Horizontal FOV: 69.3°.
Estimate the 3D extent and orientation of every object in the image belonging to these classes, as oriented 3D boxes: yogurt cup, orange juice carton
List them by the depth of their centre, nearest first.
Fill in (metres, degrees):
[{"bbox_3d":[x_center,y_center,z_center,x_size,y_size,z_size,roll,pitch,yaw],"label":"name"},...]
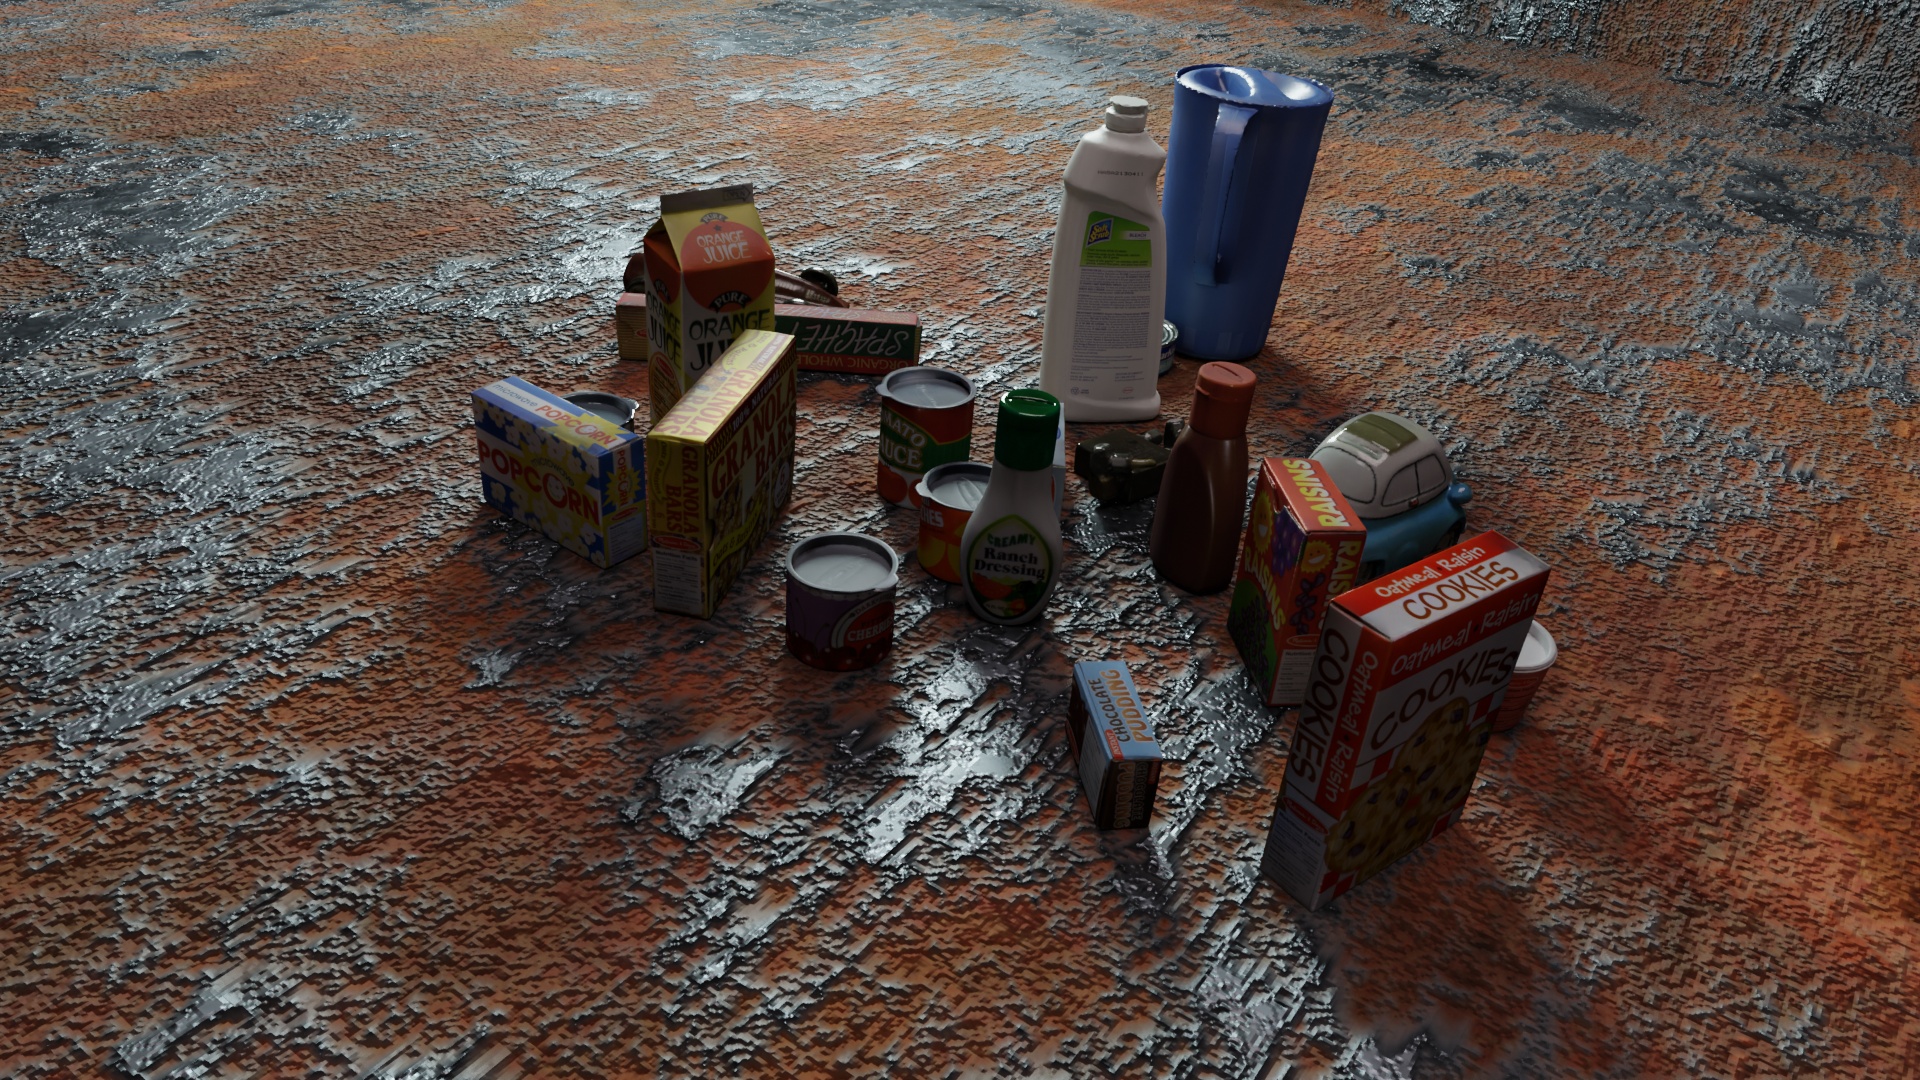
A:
[{"bbox_3d":[0.312,0.076,0.825,0.072,0.053,0.073,4,32,-2],"label":"yogurt cup"},{"bbox_3d":[-0.181,-0.160,1.001,0.072,0.191,0.073,-15,37,-30],"label":"orange juice carton"}]

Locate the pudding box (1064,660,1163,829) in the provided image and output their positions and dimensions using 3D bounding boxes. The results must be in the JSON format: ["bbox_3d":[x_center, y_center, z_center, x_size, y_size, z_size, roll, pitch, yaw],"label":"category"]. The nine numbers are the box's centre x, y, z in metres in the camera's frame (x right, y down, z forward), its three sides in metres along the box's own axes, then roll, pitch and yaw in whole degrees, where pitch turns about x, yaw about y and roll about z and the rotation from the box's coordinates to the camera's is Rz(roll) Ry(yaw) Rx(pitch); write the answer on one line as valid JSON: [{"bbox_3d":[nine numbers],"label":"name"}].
[{"bbox_3d":[0.080,0.107,0.743,0.030,0.049,0.084,-1,32,-10],"label":"pudding box"}]

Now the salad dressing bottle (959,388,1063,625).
[{"bbox_3d":[0.034,-0.020,0.849,0.064,0.146,0.044,8,31,4],"label":"salad dressing bottle"}]

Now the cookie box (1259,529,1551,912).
[{"bbox_3d":[0.216,0.088,0.684,0.123,0.166,0.040,-18,38,-33],"label":"cookie box"}]

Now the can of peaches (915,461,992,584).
[{"bbox_3d":[0.003,-0.011,0.916,0.071,0.057,0.071,4,31,-2],"label":"can of peaches"}]

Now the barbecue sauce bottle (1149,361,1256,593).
[{"bbox_3d":[0.160,-0.042,0.903,0.044,0.147,0.065,-13,36,-27],"label":"barbecue sauce bottle"}]

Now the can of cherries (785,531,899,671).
[{"bbox_3d":[-0.070,0.037,0.826,0.071,0.058,0.072,4,31,-2],"label":"can of cherries"}]

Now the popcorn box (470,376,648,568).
[{"bbox_3d":[-0.262,-0.046,0.905,0.127,0.084,0.038,25,36,28],"label":"popcorn box"}]

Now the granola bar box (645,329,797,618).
[{"bbox_3d":[-0.148,-0.047,0.886,0.039,0.123,0.166,10,32,8],"label":"granola bar box"}]

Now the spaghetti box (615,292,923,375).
[{"bbox_3d":[-0.157,-0.170,1.156,0.250,0.050,0.029,3,31,-4],"label":"spaghetti box"}]

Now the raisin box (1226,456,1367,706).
[{"bbox_3d":[0.197,0.024,0.826,0.040,0.122,0.086,1,32,-7],"label":"raisin box"}]

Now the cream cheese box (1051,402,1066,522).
[{"bbox_3d":[0.061,-0.056,1.001,0.024,0.053,0.104,5,32,0],"label":"cream cheese box"}]

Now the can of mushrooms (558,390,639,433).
[{"bbox_3d":[-0.268,-0.080,1.008,0.071,0.033,0.071,4,32,-2],"label":"can of mushrooms"}]

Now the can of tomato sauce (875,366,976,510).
[{"bbox_3d":[-0.027,-0.072,0.985,0.071,0.082,0.071,4,31,-2],"label":"can of tomato sauce"}]
